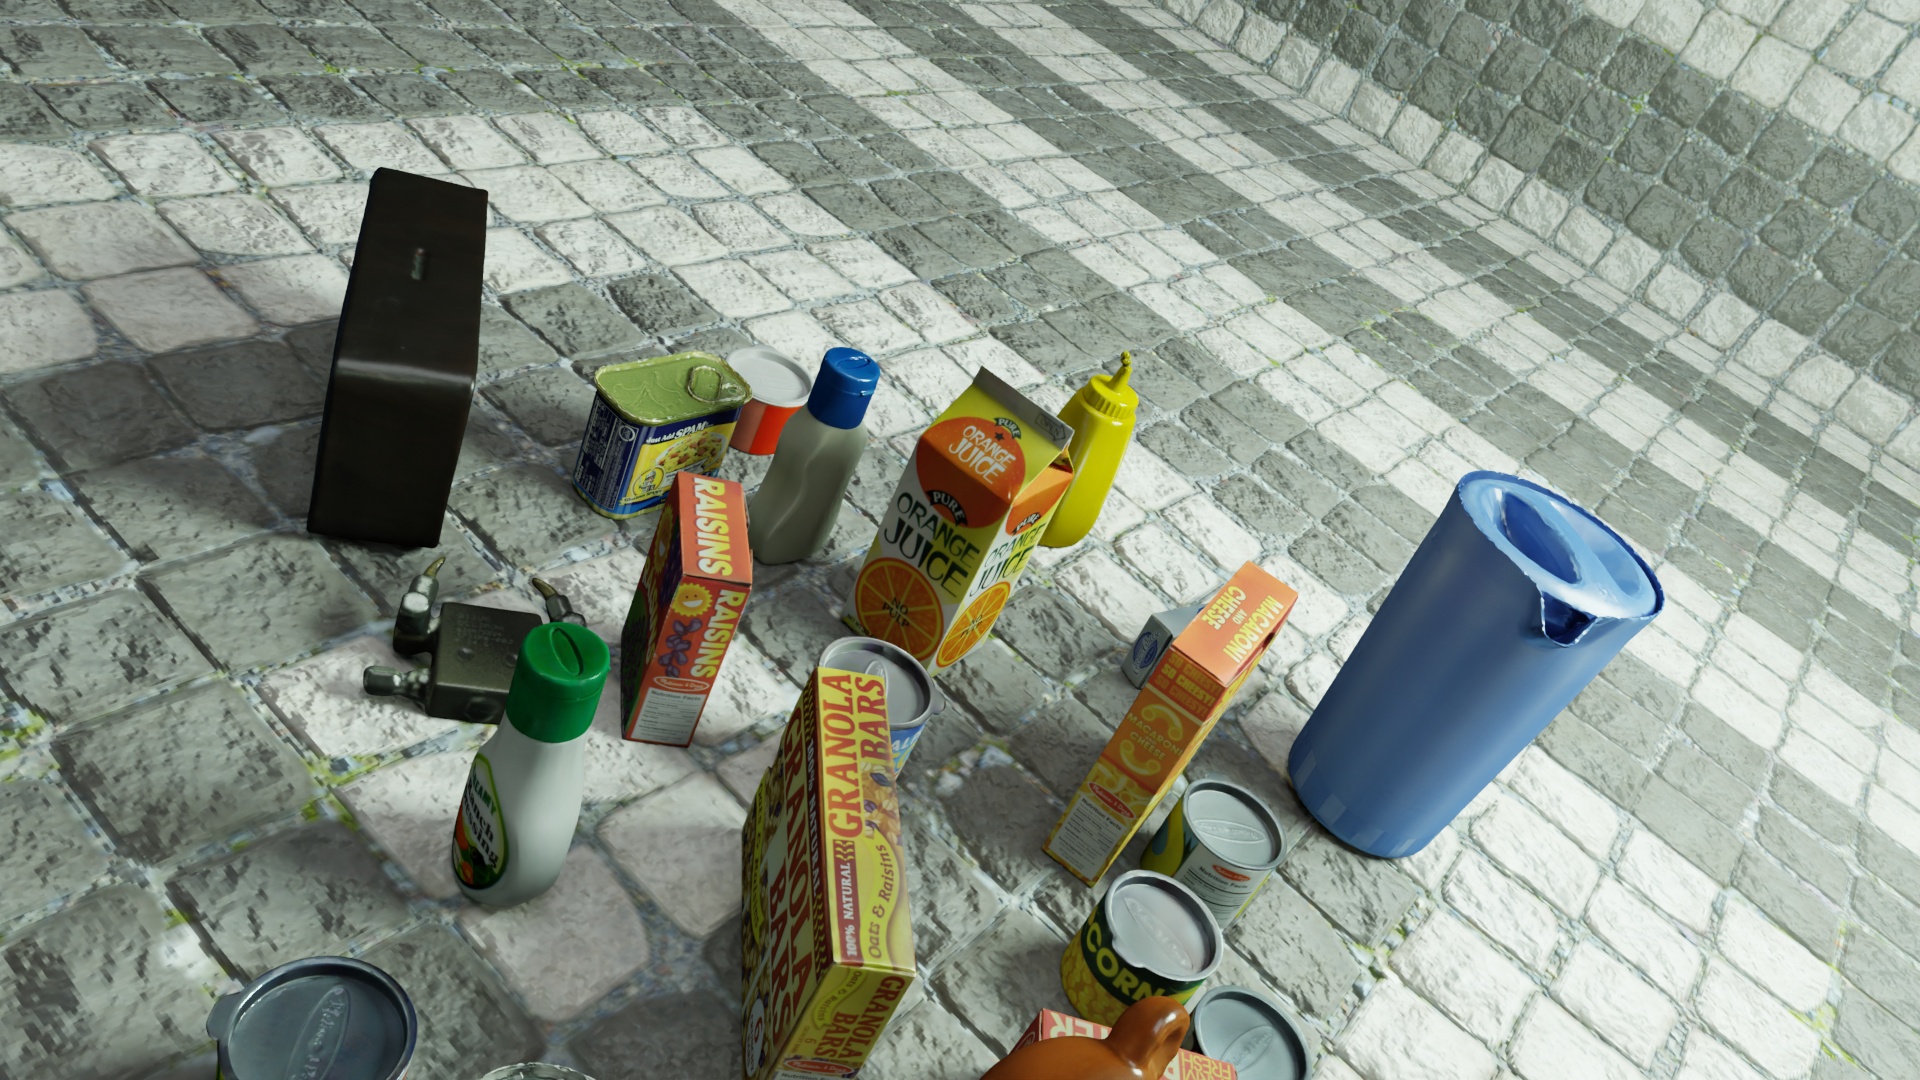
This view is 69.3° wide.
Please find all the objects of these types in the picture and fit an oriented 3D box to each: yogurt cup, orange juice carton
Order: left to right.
[{"bbox_3d":[-0.143,-0.098,0.990,0.072,0.053,0.073,18,34,-12],"label":"yogurt cup"},{"bbox_3d":[0.003,-0.011,0.844,0.072,0.191,0.073,39,35,19],"label":"orange juice carton"}]

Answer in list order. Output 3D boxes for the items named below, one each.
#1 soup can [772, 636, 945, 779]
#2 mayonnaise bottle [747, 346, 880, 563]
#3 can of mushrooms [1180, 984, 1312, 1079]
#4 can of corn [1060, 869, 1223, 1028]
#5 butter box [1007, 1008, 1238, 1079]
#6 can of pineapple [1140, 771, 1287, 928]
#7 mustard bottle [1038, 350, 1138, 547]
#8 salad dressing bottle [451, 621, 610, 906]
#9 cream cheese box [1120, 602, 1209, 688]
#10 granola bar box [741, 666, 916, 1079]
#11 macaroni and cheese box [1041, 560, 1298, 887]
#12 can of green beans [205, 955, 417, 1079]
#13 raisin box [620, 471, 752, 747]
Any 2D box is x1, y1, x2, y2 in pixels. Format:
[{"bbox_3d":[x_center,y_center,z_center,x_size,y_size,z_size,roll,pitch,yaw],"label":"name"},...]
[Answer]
[{"bbox_3d":[-0.056,0.105,0.747,0.071,0.083,0.072,18,34,-13],"label":"soup can"},{"bbox_3d":[-0.092,-0.053,0.879,0.041,0.147,0.065,43,37,24],"label":"mayonnaise bottle"},{"bbox_3d":[0.143,0.266,0.706,0.071,0.033,0.071,18,34,-12],"label":"can of mushrooms"},{"bbox_3d":[0.091,0.216,0.717,0.071,0.058,0.071,18,34,-12],"label":"can of corn"},{"bbox_3d":[0.074,0.257,0.654,0.103,0.052,0.024,19,34,-10],"label":"butter box"},{"bbox_3d":[0.146,0.179,0.802,0.071,0.057,0.071,18,34,-12],"label":"can of pineapple"},{"bbox_3d":[0.092,-0.069,1.012,0.049,0.159,0.065,4,39,-30],"label":"mustard bottle"},{"bbox_3d":[-0.188,0.099,0.610,0.044,0.146,0.064,-4,44,-38],"label":"salad dressing bottle"},{"bbox_3d":[0.163,0.070,0.966,0.104,0.053,0.024,-7,46,-40],"label":"cream cheese box"},{"bbox_3d":[-0.066,0.159,0.631,0.039,0.123,0.166,13,36,-19],"label":"granola bar box"},{"bbox_3d":[0.121,0.104,0.791,0.040,0.165,0.124,36,35,14],"label":"macaroni and cheese box"},{"bbox_3d":[-0.242,0.200,0.518,0.071,0.057,0.071,18,34,-12],"label":"can of green beans"},{"bbox_3d":[-0.148,0.037,0.742,0.040,0.122,0.086,11,36,-21],"label":"raisin box"}]
